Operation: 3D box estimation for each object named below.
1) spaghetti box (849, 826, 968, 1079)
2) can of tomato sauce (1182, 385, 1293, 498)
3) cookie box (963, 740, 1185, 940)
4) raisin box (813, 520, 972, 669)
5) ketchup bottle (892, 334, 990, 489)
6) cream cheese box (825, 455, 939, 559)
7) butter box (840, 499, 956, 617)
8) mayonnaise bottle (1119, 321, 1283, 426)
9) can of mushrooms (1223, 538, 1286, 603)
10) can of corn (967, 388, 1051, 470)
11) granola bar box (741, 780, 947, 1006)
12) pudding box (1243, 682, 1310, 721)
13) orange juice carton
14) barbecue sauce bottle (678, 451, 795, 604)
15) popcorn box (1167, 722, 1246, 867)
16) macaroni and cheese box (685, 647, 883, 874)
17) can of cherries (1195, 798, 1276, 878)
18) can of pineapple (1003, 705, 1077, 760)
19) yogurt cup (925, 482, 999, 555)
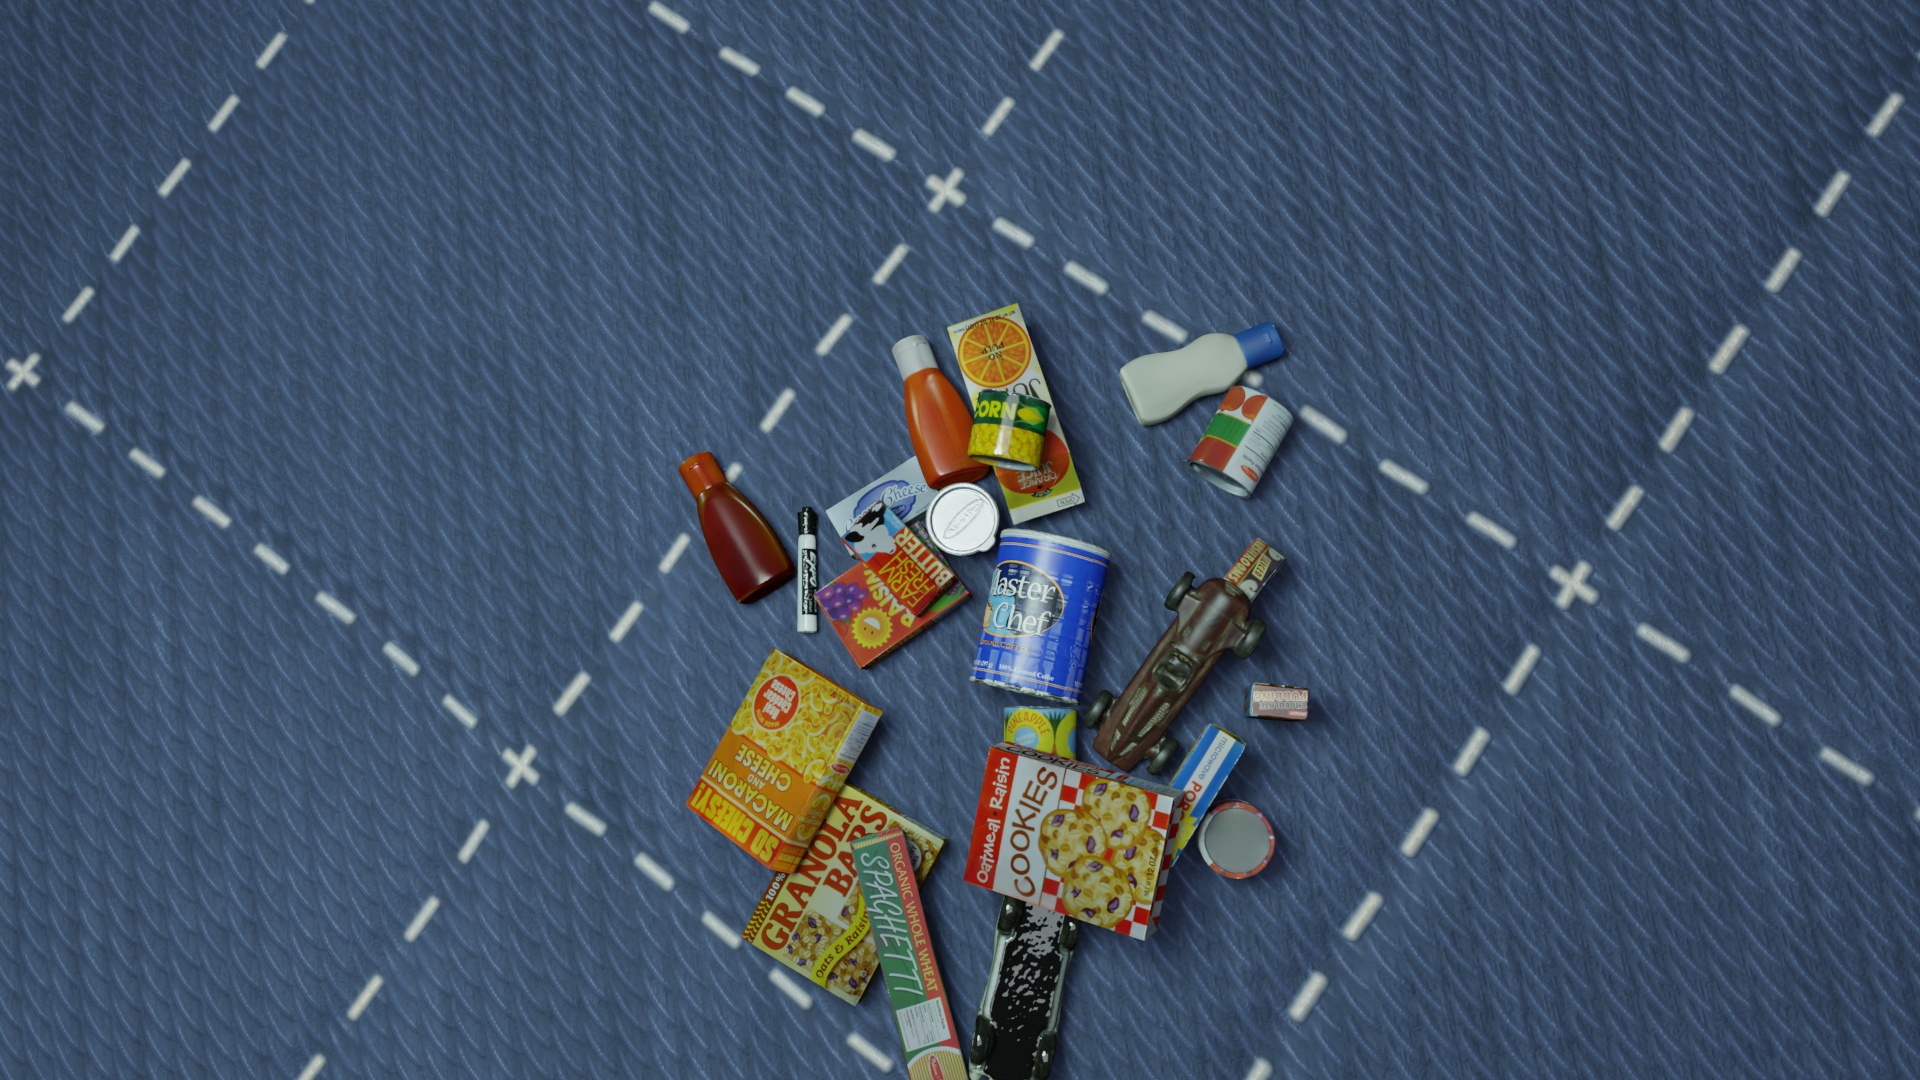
[{"bbox_3d":[-0.044,0.377,1.223,0.050,0.028,0.249,-15,92,-9],"label":"spaghetti box"},{"bbox_3d":[0.256,-0.091,1.278,0.071,0.071,0.083,30,85,10],"label":"can of tomato sauce"},{"bbox_3d":[0.095,0.252,1.180,0.167,0.040,0.123,13,94,24],"label":"cookie box"},{"bbox_3d":[-0.063,0.053,1.305,0.123,0.040,0.086,-35,80,1],"label":"raisin box"},{"bbox_3d":[-0.024,-0.124,1.322,0.065,0.043,0.149,-11,72,-29],"label":"ketchup bottle"},{"bbox_3d":[-0.072,-0.031,1.327,0.104,0.024,0.053,-32,77,1],"label":"cream cheese box"},{"bbox_3d":[-0.057,0.017,1.277,0.053,0.024,0.103,-44,79,-3],"label":"butter box"},{"bbox_3d":[0.228,-0.161,1.305,0.148,0.041,0.065,-22,80,2],"label":"mayonnaise bottle"},{"bbox_3d":[0.262,0.032,1.253,0.033,0.071,0.071,39,87,12],"label":"can of mushrooms"},{"bbox_3d":[0.041,-0.097,1.226,0.071,0.071,0.058,10,85,8],"label":"can of corn"},{"bbox_3d":[-0.105,0.316,1.267,0.124,0.039,0.165,28,85,10],"label":"granola bar box"},{"bbox_3d":[0.278,0.143,1.226,0.050,0.083,0.030,5,82,7],"label":"pudding box"},{"bbox_3d":[0.053,-0.114,1.301,0.072,0.073,0.193,-19,80,4],"label":"orange juice carton"},{"bbox_3d":[-0.220,-0.016,1.333,0.065,0.043,0.149,-32,78,1],"label":"barbecue sauce bottle"},{"bbox_3d":[0.201,0.222,1.222,0.038,0.085,0.127,32,86,10],"label":"popcorn box"},{"bbox_3d":[-0.161,0.200,1.270,0.124,0.040,0.166,26,85,36],"label":"macaroni and cheese box"},{"bbox_3d":[0.244,0.262,1.224,0.071,0.058,0.071,-1,81,7],"label":"can of cherries"},{"bbox_3d":[0.071,0.179,1.253,0.071,0.071,0.058,0,81,7],"label":"can of pineapple"},{"bbox_3d":[0.005,-0.016,1.300,0.072,0.054,0.072,-1,81,7],"label":"yogurt cup"}]
